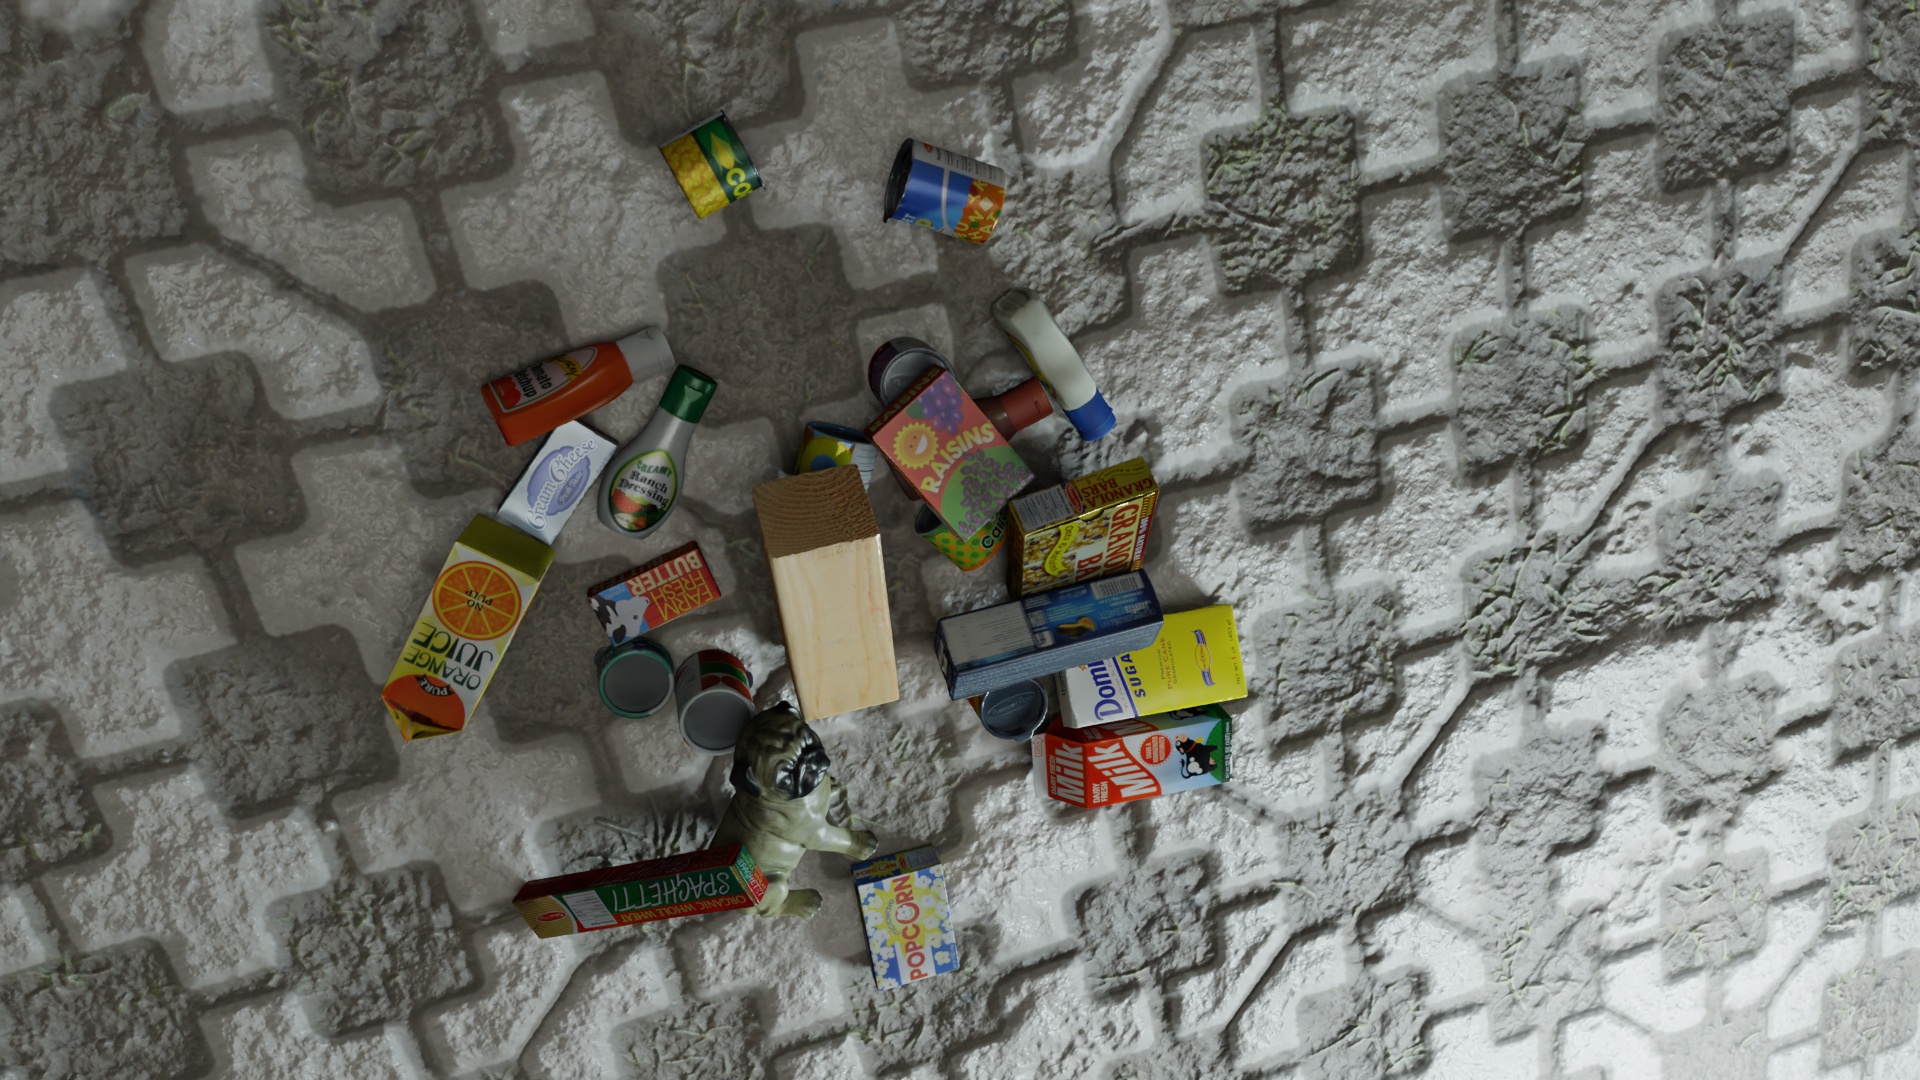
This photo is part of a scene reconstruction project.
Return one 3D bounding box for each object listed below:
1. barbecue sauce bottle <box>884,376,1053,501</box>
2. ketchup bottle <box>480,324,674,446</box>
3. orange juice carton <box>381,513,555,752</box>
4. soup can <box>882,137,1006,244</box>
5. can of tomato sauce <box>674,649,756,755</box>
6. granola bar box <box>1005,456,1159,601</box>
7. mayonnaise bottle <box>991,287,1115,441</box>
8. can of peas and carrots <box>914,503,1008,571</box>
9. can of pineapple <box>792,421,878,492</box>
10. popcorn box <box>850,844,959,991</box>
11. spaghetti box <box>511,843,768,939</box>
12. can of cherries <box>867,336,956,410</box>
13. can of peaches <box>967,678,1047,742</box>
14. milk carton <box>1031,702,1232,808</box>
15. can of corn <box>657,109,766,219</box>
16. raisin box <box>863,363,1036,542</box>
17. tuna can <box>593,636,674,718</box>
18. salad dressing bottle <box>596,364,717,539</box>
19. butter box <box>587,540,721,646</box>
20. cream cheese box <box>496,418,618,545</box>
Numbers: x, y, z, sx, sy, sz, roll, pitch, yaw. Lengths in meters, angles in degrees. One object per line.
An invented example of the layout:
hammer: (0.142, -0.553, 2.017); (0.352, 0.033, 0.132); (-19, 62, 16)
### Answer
barbecue sauce bottle: (0.008, -0.093, 1.210); (0.148, 0.044, 0.064); (-27, 116, 5)
ketchup bottle: (-0.306, -0.129, 1.120); (0.149, 0.065, 0.043); (-26, 135, -15)
orange juice carton: (-0.411, 0.083, 1.141); (0.073, 0.072, 0.192); (27, 105, -13)
soup can: (-0.014, -0.284, 1.144); (0.084, 0.071, 0.071); (13, 104, -19)
can of tomato sauce: (-0.214, 0.142, 1.217); (0.071, 0.083, 0.071); (-4, 109, -13)
granola bar box: (0.104, 0.001, 1.228); (0.124, 0.039, 0.164); (-19, 154, -9)
mayonnaise bottle: (0.085, -0.152, 1.216); (0.041, 0.065, 0.147); (-38, 116, -1)
can of peas and carrots: (0.004, -0.015, 1.233); (0.058, 0.071, 0.071); (41, 94, -23)
can of pineapple: (-0.109, -0.066, 1.189); (0.071, 0.071, 0.057); (12, 104, -18)
popcorn box: (-0.054, 0.370, 1.358); (0.085, 0.038, 0.126); (-12, 110, -10)
spaghetti box: (-0.282, 0.308, 1.214); (0.249, 0.029, 0.050); (-15, 116, 25)
can of cherries: (-0.043, -0.135, 1.188); (0.071, 0.058, 0.071); (-5, 109, -15)
can of peaches: (0.042, 0.146, 1.302); (0.071, 0.058, 0.071); (-5, 109, -14)
milk carton: (0.161, 0.203, 1.343); (0.191, 0.073, 0.072); (-9, 110, -12)
can of corn: (-0.195, -0.292, 1.090); (0.058, 0.071, 0.071); (-30, 113, -3)
raisin box: (-0.009, -0.073, 1.159); (0.086, 0.040, 0.123); (-43, 111, -3)
tuna can: (-0.287, 0.119, 1.218); (0.071, 0.033, 0.070); (-5, 109, -14)
salad dressing bottle: (-0.251, -0.074, 1.159); (0.064, 0.044, 0.147); (25, 99, -23)
butter box: (-0.265, 0.046, 1.204); (0.103, 0.024, 0.053); (-25, 113, -6)
cream cheese box: (-0.335, -0.052, 1.154); (0.053, 0.024, 0.103); (33, 96, -21)
